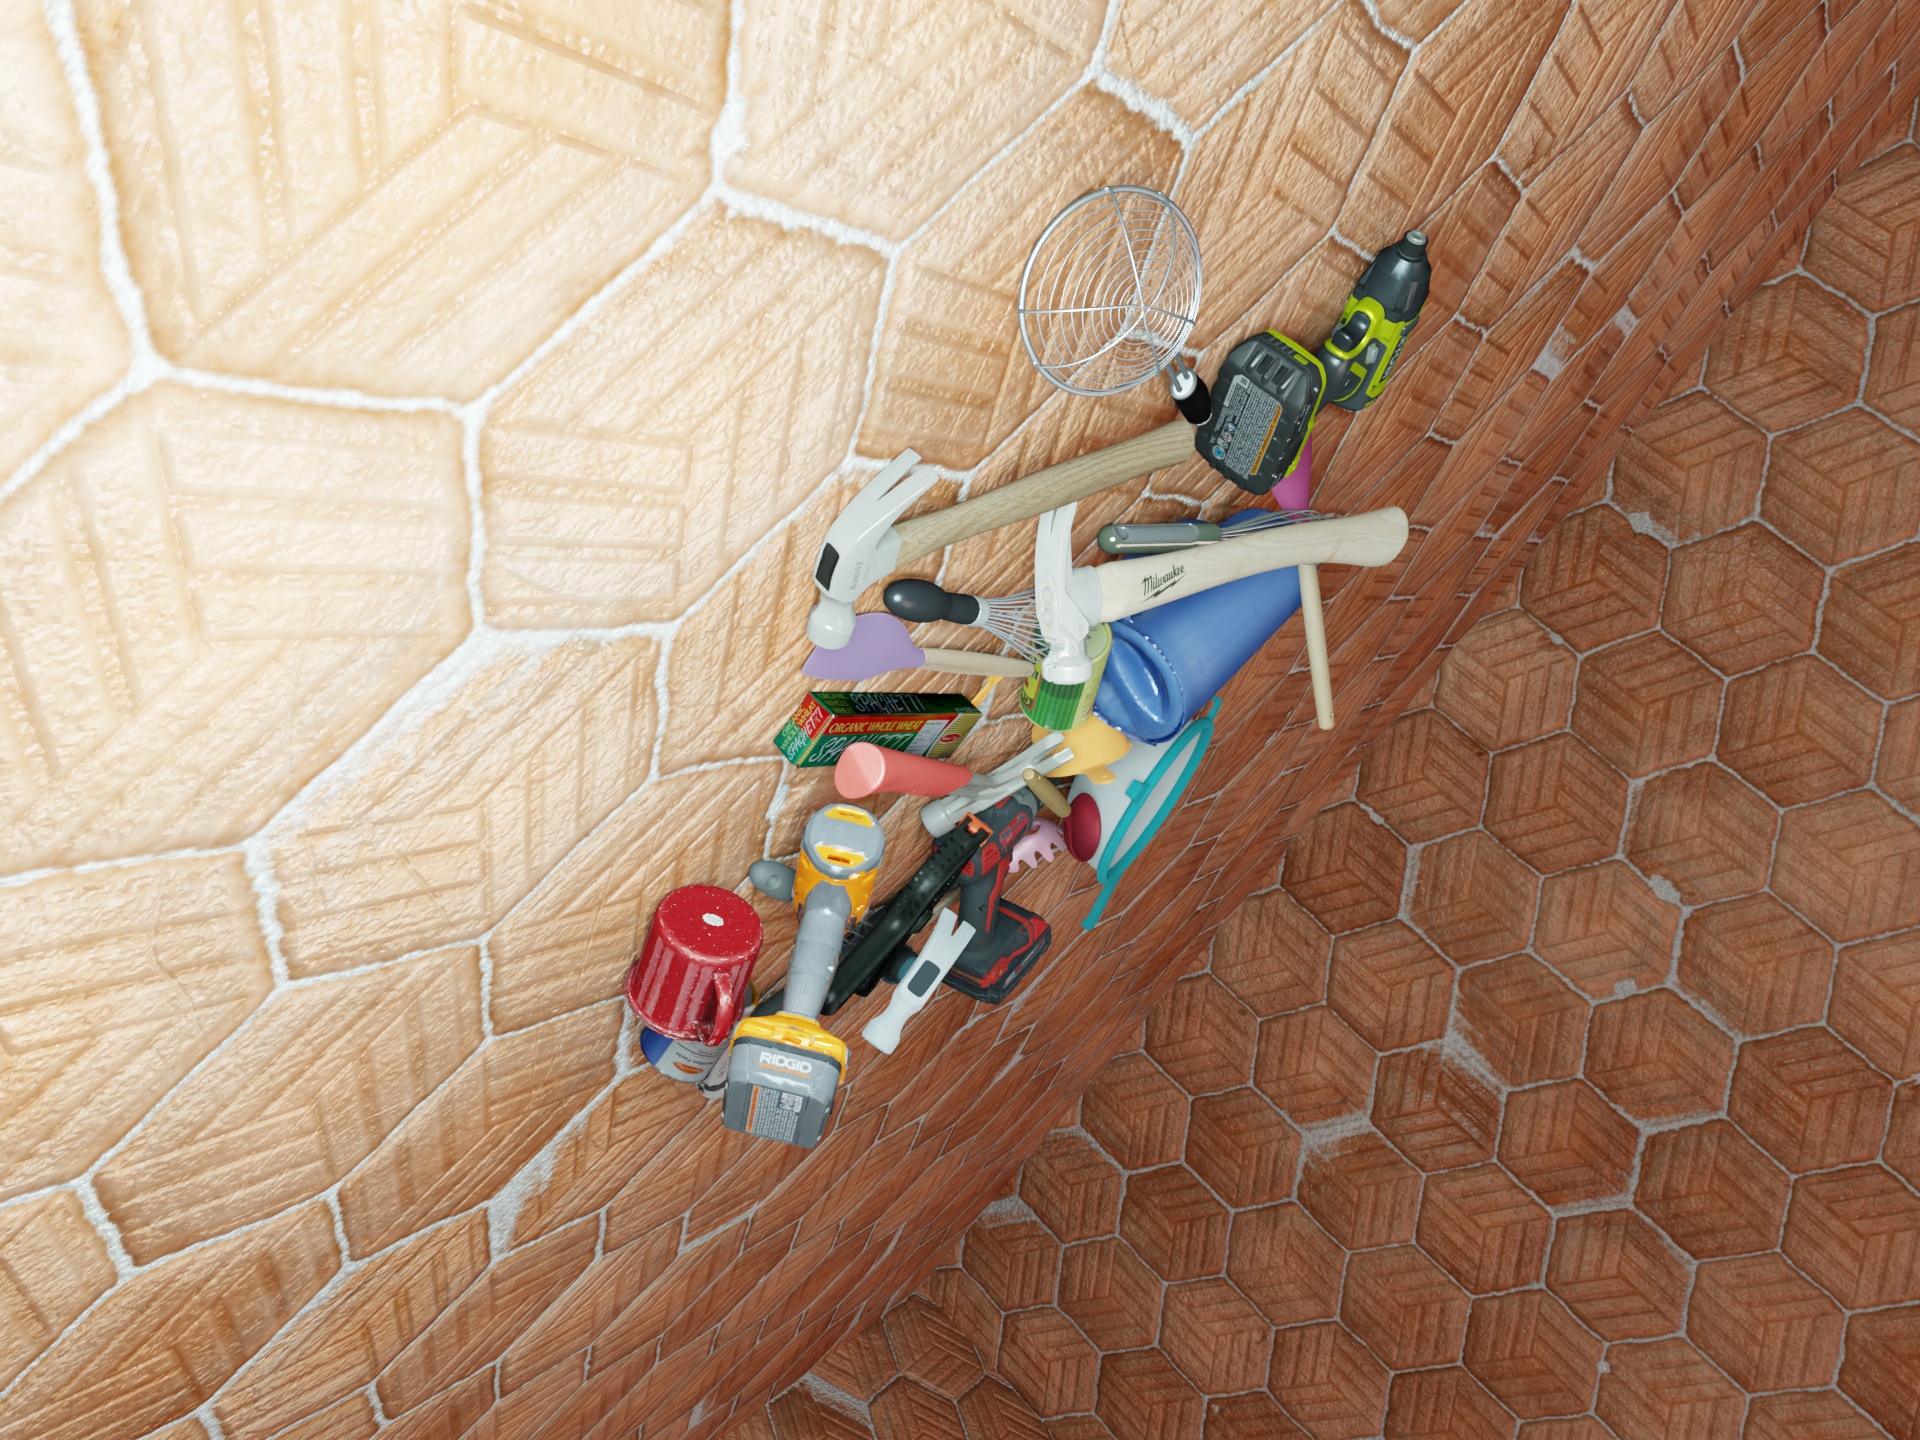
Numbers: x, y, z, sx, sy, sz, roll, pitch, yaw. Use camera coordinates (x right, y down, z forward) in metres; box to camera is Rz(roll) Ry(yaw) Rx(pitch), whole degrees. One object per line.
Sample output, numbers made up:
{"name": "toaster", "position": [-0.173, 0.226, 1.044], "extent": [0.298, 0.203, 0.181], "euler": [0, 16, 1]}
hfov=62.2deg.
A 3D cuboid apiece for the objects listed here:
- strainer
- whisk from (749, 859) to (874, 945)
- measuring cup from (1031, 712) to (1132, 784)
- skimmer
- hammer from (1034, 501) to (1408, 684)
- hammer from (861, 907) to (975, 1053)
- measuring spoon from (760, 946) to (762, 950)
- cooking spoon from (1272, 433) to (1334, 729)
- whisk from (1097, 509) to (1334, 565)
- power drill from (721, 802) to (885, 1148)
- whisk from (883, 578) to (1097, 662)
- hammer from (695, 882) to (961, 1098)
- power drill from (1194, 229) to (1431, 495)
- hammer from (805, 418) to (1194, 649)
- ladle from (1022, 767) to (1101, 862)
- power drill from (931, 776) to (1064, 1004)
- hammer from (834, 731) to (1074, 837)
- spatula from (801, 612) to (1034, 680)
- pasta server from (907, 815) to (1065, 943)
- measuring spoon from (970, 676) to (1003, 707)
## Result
{"name": "strainer", "position": [0.162, 0.107, 1.753], "extent": [0.211, 0.095, 0.340], "euler": [-42, 160, -41]}
{"name": "whisk", "position": [-0.126, 0.151, 1.340], "extent": [0.055, 0.055, 0.238], "euler": [-47, 156, -1]}
{"name": "measuring cup", "position": [0.115, 0.021, 1.461], "extent": [0.095, 0.052, 0.174], "euler": [-17, -171, -3]}
{"name": "skimmer", "position": [0.123, -0.257, 1.081], "extent": [0.127, 0.090, 0.363], "euler": [-54, 170, 9]}
{"name": "hammer", "position": [0.224, -0.140, 1.284], "extent": [0.410, 0.038, 0.146], "euler": [-15, 112, -36]}
{"name": "hammer", "position": [-0.048, 0.231, 1.464], "extent": [0.128, 0.033, 0.331], "euler": [-53, -179, -8]}
{"name": "measuring spoon", "position": [-0.216, 0.238, 1.367], "extent": [0.124, 0.018, 0.034], "euler": [-49, -177, -13]}
{"name": "cooking spoon", "position": [0.316, -0.140, 1.446], "extent": [0.069, 0.017, 0.318], "euler": [-26, 114, -36]}
{"name": "whisk", "position": [0.221, -0.156, 1.351], "extent": [0.246, 0.058, 0.059], "euler": [-5, 154, -29]}
{"name": "power drill", "position": [-0.113, 0.195, 1.190], "extent": [0.164, 0.084, 0.227], "euler": [107, -4, -55]}
{"name": "whisk", "position": [0.025, -0.078, 1.189], "extent": [0.070, 0.070, 0.284], "euler": [-54, 154, 18]}
{"name": "hammer", "position": [-0.116, 0.225, 1.514], "extent": [0.335, 0.035, 0.146], "euler": [-35, 158, -30]}
{"name": "power drill", "position": [0.300, -0.297, 1.307], "extent": [0.223, 0.080, 0.171], "euler": [-40, 160, -30]}
{"name": "hammer", "position": [0.041, -0.151, 1.069], "extent": [0.331, 0.031, 0.130], "euler": [-25, 150, -35]}
{"name": "ladle", "position": [0.092, 0.080, 1.475], "extent": [0.315, 0.031, 0.069], "euler": [45, 50, -71]}
{"name": "power drill", "position": [0.044, 0.146, 1.568], "extent": [0.188, 0.080, 0.226], "euler": [-43, 144, -41]}
{"name": "hammer", "position": [-0.011, 0.043, 1.279], "extent": [0.149, 0.037, 0.359], "euler": [-32, 167, 11]}
{"name": "spatula", "position": [-0.018, -0.048, 1.198], "extent": [0.059, 0.018, 0.315], "euler": [-53, 156, 17]}
{"name": "pasta server", "position": [-0.017, 0.198, 1.662], "extent": [0.316, 0.060, 0.040], "euler": [-38, 130, -16]}
{"name": "measuring spoon", "position": [-0.002, -0.004, 1.346], "extent": [0.117, 0.011, 0.021], "euler": [-49, 161, 16]}
